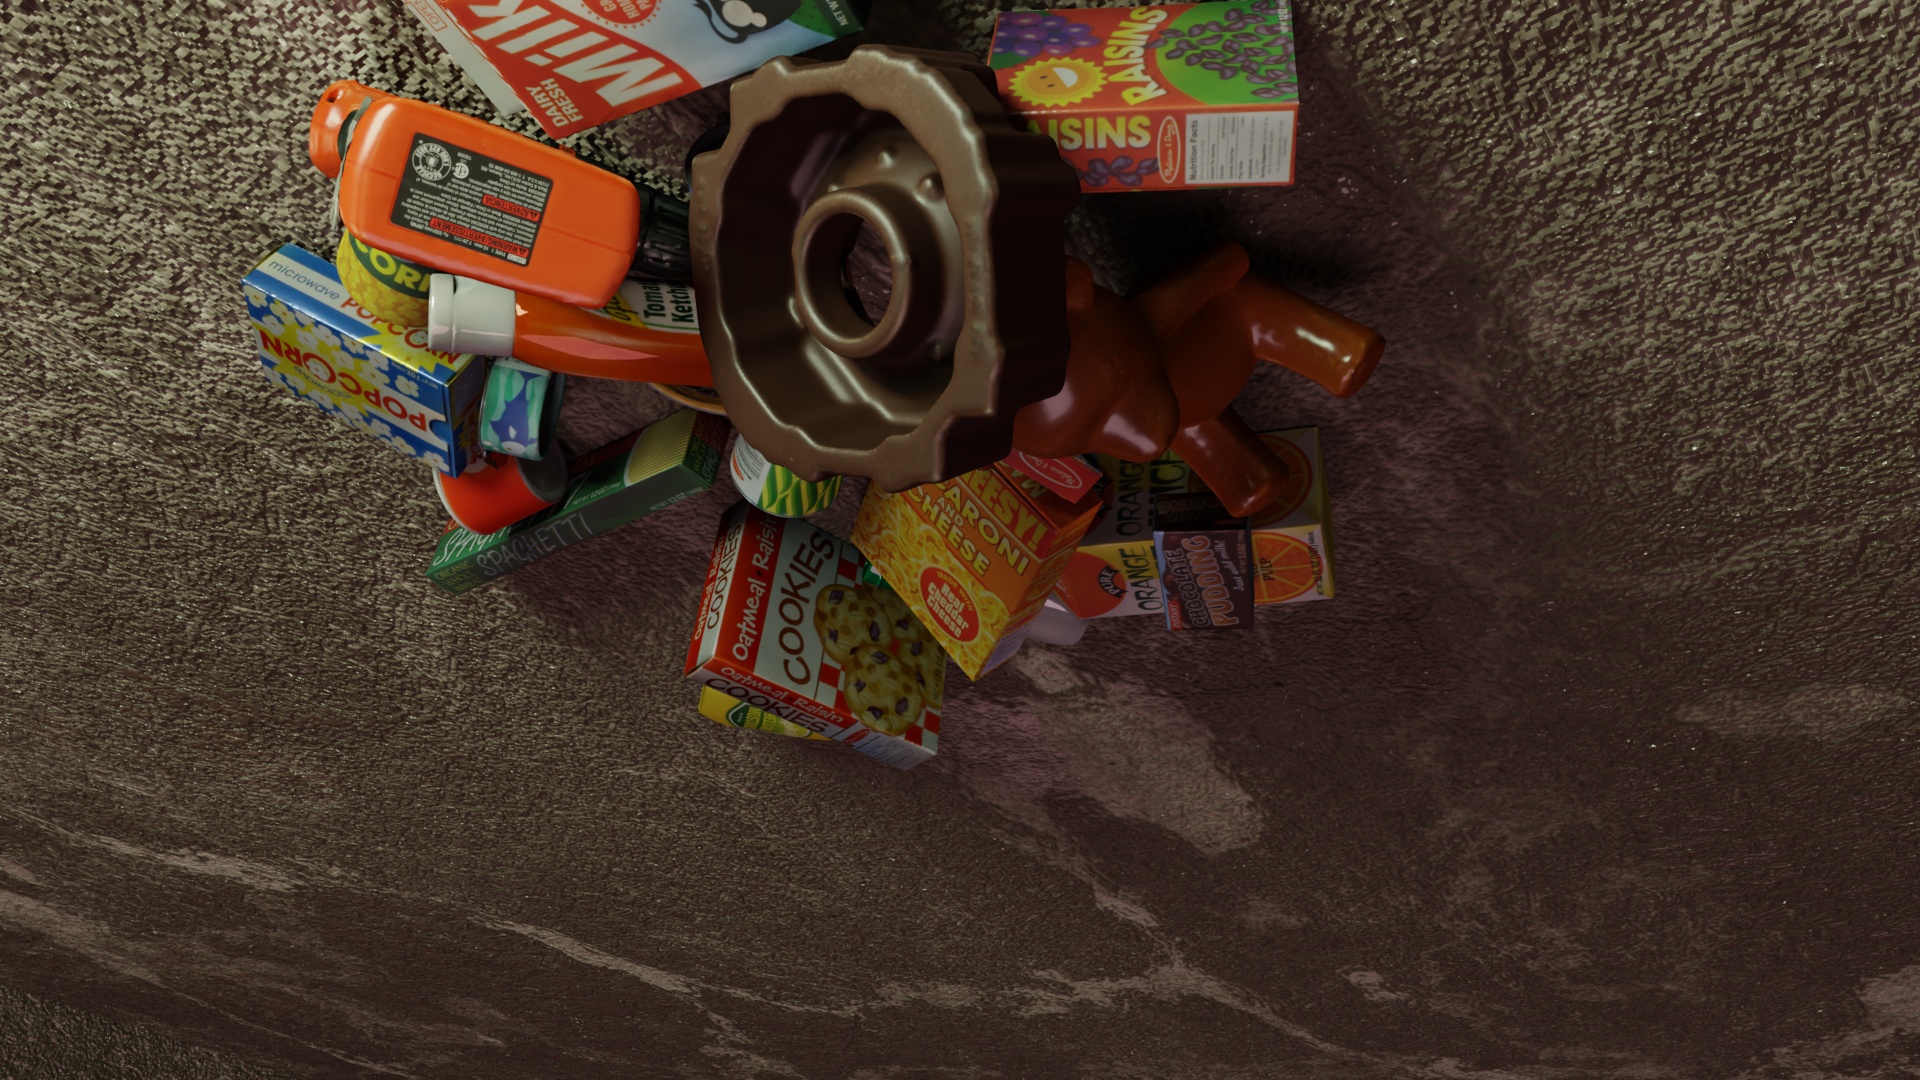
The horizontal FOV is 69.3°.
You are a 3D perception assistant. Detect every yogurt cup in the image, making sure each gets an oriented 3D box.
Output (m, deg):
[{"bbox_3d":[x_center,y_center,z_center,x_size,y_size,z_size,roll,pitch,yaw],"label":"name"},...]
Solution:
[{"bbox_3d":[-0.275,-0.042,0.840,0.054,0.073,0.072,-16,139,16],"label":"yogurt cup"}]

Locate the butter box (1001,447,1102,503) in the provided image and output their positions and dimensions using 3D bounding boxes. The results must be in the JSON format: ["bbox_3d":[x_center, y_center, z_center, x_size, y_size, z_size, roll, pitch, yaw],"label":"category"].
[{"bbox_3d":[0.039,-0.068,0.715,0.053,0.104,0.024,29,120,-26],"label":"butter box"}]

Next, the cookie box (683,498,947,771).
[{"bbox_3d":[-0.087,0.061,0.898,0.167,0.123,0.040,28,139,-27],"label":"cookie box"}]

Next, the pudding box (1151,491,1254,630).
[{"bbox_3d":[0.131,0.012,0.745,0.049,0.030,0.083,-1,137,14],"label":"pudding box"}]

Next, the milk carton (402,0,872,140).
[{"bbox_3d":[-0.131,-0.223,0.553,0.190,0.074,0.072,-11,140,24],"label":"milk carton"}]

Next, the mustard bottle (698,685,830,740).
[{"bbox_3d":[-0.115,0.123,1.053,0.160,0.049,0.065,12,146,-7],"label":"mustard bottle"}]

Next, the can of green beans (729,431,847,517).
[{"bbox_3d":[-0.092,-0.056,0.785,0.071,0.071,0.057,16,143,-12],"label":"can of green beans"}]

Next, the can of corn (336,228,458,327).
[{"bbox_3d":[-0.268,-0.145,0.686,0.071,0.071,0.058,25,141,-24],"label":"can of corn"}]

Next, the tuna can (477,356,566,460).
[{"bbox_3d":[-0.245,-0.077,0.779,0.033,0.071,0.070,12,144,-8],"label":"tuna can"}]

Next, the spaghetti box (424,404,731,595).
[{"bbox_3d":[-0.246,-0.022,0.873,0.249,0.050,0.028,-19,135,32],"label":"spaghetti box"}]

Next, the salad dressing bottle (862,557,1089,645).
[{"bbox_3d":[0.011,0.028,0.906,0.148,0.044,0.064,16,145,-10],"label":"salad dressing bottle"}]

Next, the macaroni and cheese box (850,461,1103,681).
[{"bbox_3d":[0.003,-0.010,0.794,0.124,0.040,0.165,48,147,17],"label":"macaroni and cheese box"}]

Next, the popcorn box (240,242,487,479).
[{"bbox_3d":[-0.323,-0.098,0.762,0.127,0.038,0.084,27,142,3],"label":"popcorn box"}]

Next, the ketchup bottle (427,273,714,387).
[{"bbox_3d":[-0.181,-0.105,0.682,0.149,0.065,0.043,1,130,-23],"label":"ketchup bottle"}]

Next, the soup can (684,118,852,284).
[{"bbox_3d":[-0.089,-0.146,0.654,0.071,0.072,0.083,2,144,7],"label":"soup can"}]

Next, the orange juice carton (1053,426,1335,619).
[{"bbox_3d":[0.116,-0.007,0.811,0.192,0.073,0.071,-6,141,17],"label":"orange juice carton"}]

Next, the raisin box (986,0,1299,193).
[{"bbox_3d":[0.072,-0.181,0.565,0.123,0.086,0.039,1,138,9],"label":"raisin box"}]
